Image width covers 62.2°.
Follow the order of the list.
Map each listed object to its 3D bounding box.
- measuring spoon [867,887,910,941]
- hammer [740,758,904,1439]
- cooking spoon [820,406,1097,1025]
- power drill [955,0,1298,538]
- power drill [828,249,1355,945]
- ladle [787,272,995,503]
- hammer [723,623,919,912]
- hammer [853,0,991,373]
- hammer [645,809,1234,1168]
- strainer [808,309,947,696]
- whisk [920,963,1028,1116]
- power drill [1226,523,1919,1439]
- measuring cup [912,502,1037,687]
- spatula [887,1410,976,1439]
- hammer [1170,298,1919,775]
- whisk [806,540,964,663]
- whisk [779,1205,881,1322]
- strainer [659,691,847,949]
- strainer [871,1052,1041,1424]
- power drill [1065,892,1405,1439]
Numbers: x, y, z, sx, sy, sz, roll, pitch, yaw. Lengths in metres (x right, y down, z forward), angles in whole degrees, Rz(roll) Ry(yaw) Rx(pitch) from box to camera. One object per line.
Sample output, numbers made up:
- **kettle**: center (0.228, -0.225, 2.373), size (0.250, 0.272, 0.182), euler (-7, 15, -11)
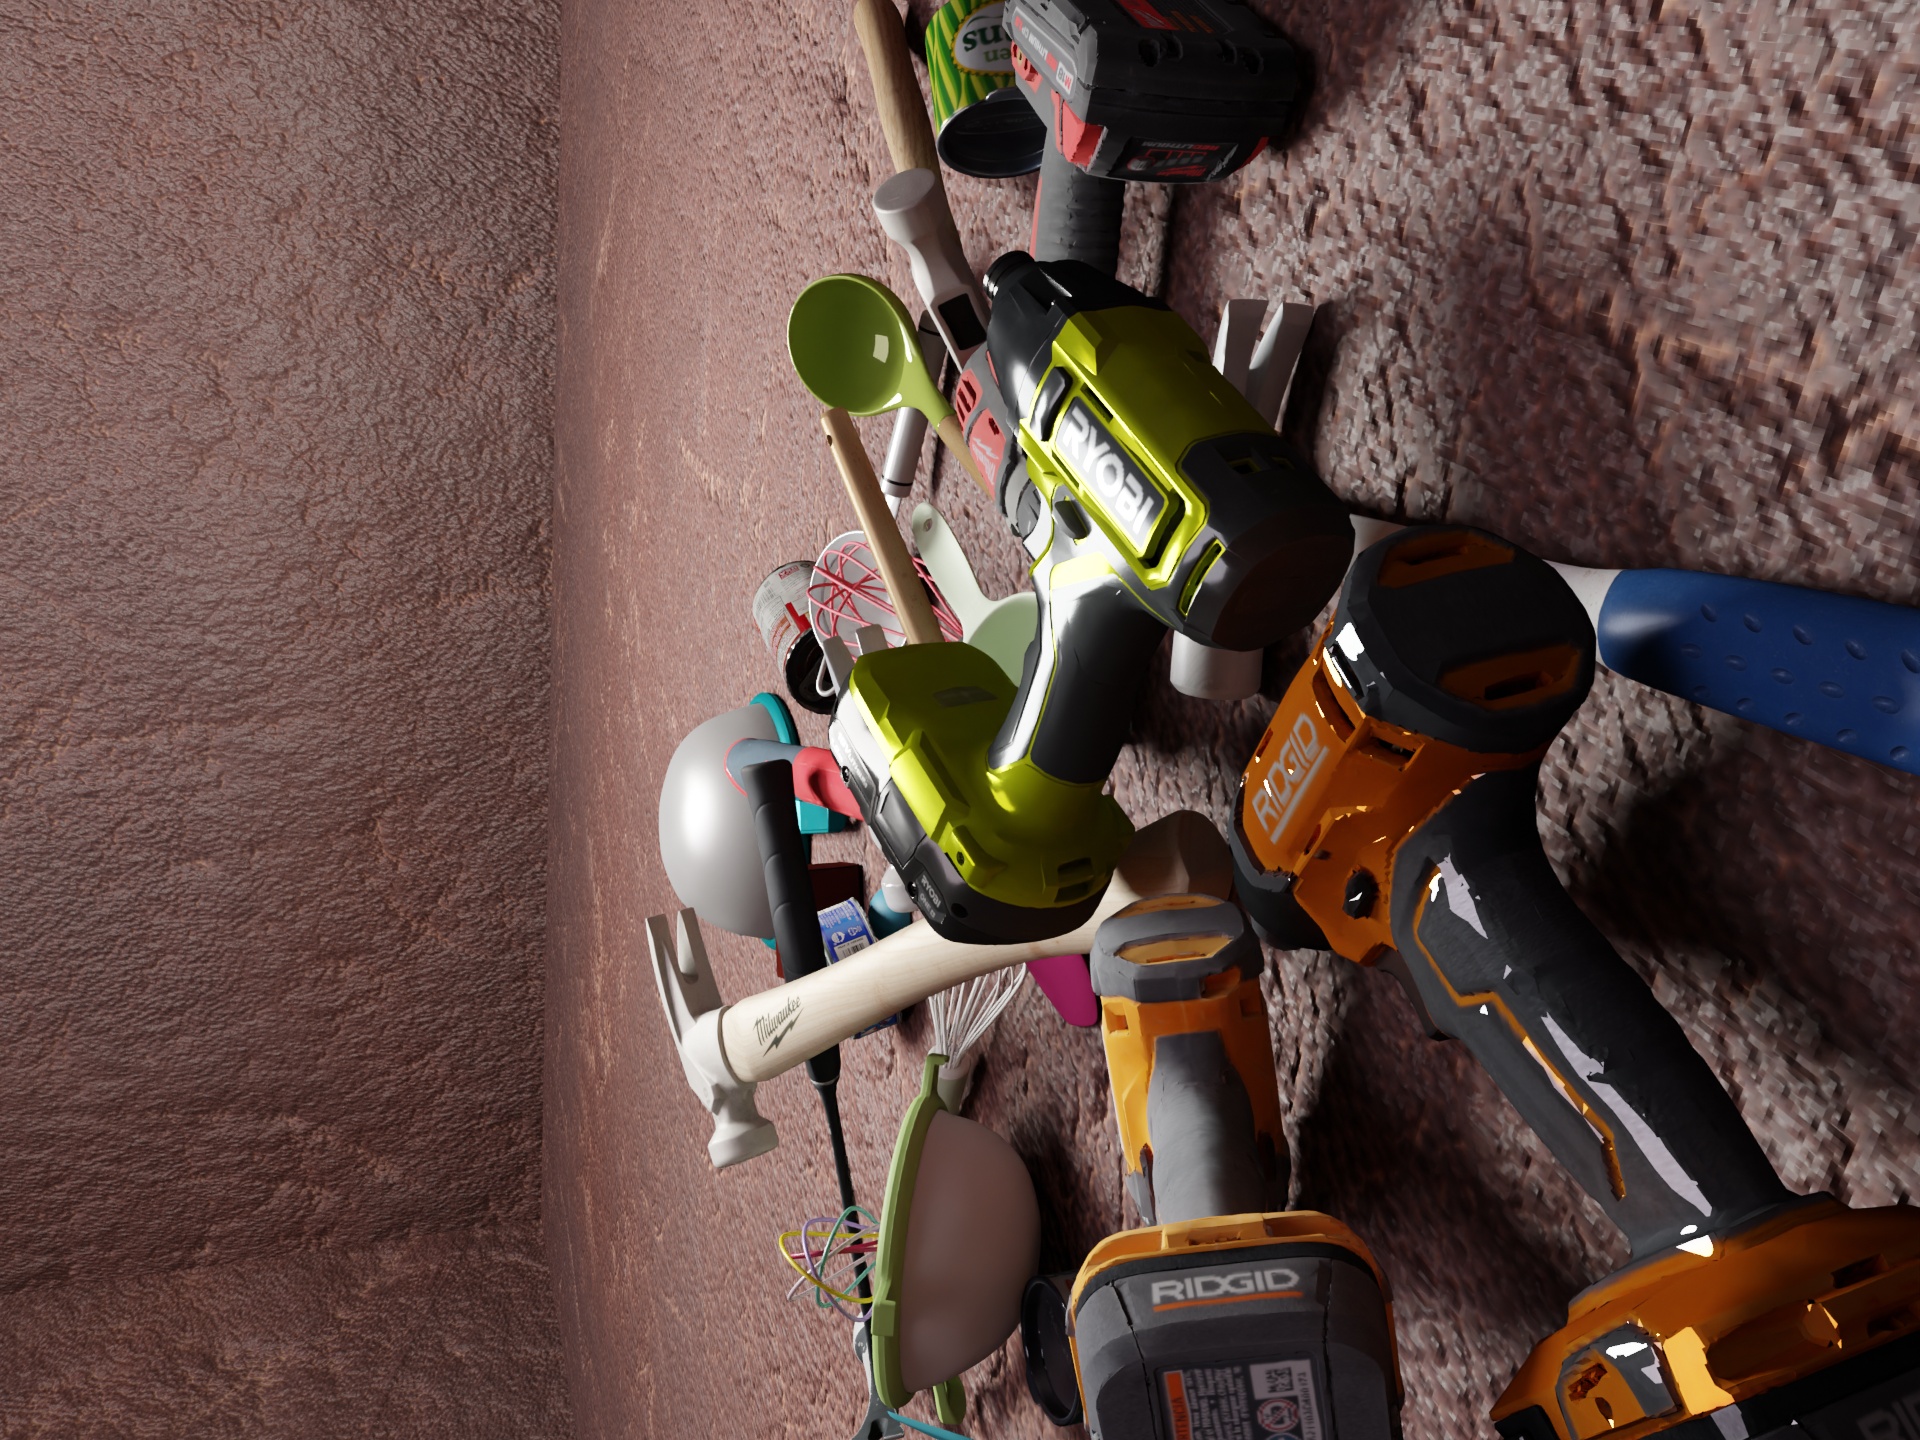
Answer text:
- **measuring spoon**: center (-0.049, 0.082, 1.004), size (0.042, 0.021, 0.128), euler (-164, 71, -68)
- **hammer**: center (-0.078, 0.221, 0.925), size (0.149, 0.036, 0.409), euler (-108, 8, -81)
- **cooking spoon**: center (-0.001, -0.002, 0.762), size (0.319, 0.017, 0.069), euler (67, 157, 2)
- **power drill**: center (0.057, -0.160, 0.626), size (0.188, 0.080, 0.226), euler (-111, 24, -46)
- **power drill**: center (0.030, -0.040, 0.569), size (0.171, 0.080, 0.223), euler (57, 140, 32)
- **ladle**: center (-0.005, -0.133, 0.789), size (0.321, 0.062, 0.078), euler (55, 140, 43)
- **hammer**: center (-0.094, 0.018, 0.960), size (0.386, 0.038, 0.143), euler (-174, 68, -71)
- **hammer**: center (-0.023, -0.297, 0.835), size (0.129, 0.031, 0.332), euler (60, -166, -45)
- **hammer**: center (-0.031, 0.111, 0.764), size (0.410, 0.038, 0.146), euler (-31, 75, 46)
- **strainer**: center (-0.037, -0.131, 0.934), size (0.087, 0.050, 0.258), euler (34, 122, 31)
- **whisk**: center (-0.006, 0.182, 0.875), size (0.058, 0.059, 0.246), euler (-58, -15, -46)
- **power drill**: center (0.137, 0.086, 0.393), size (0.164, 0.084, 0.227), euler (103, 150, -57)
- **measuring cup**: center (0.019, -0.044, 0.724), size (0.083, 0.038, 0.168), euler (-51, 43, 23)
- **spatula**: center (0.064, 0.402, 0.705), size (0.044, 0.082, 0.318), euler (-53, 29, -3)
- **hammer**: center (0.165, -0.034, 0.414), size (0.406, 0.035, 0.144), euler (-145, 56, -65)
- **whisk**: center (-0.004, -0.039, 0.815), size (0.296, 0.073, 0.073), euler (31, 121, 55)
- **whisk**: center (-0.044, 0.274, 0.839), size (0.244, 0.047, 0.051), euler (44, -131, -74)
- **strainer**: center (-0.173, 0.078, 1.231), size (0.340, 0.095, 0.211), euler (166, 101, -70)
- **strainer**: center (0.008, 0.304, 0.826), size (0.152, 0.069, 0.256), euler (-76, -15, -47)
- **power drill**: center (0.083, 0.181, 0.498), size (0.226, 0.084, 0.185), euler (-80, -19, -71)
